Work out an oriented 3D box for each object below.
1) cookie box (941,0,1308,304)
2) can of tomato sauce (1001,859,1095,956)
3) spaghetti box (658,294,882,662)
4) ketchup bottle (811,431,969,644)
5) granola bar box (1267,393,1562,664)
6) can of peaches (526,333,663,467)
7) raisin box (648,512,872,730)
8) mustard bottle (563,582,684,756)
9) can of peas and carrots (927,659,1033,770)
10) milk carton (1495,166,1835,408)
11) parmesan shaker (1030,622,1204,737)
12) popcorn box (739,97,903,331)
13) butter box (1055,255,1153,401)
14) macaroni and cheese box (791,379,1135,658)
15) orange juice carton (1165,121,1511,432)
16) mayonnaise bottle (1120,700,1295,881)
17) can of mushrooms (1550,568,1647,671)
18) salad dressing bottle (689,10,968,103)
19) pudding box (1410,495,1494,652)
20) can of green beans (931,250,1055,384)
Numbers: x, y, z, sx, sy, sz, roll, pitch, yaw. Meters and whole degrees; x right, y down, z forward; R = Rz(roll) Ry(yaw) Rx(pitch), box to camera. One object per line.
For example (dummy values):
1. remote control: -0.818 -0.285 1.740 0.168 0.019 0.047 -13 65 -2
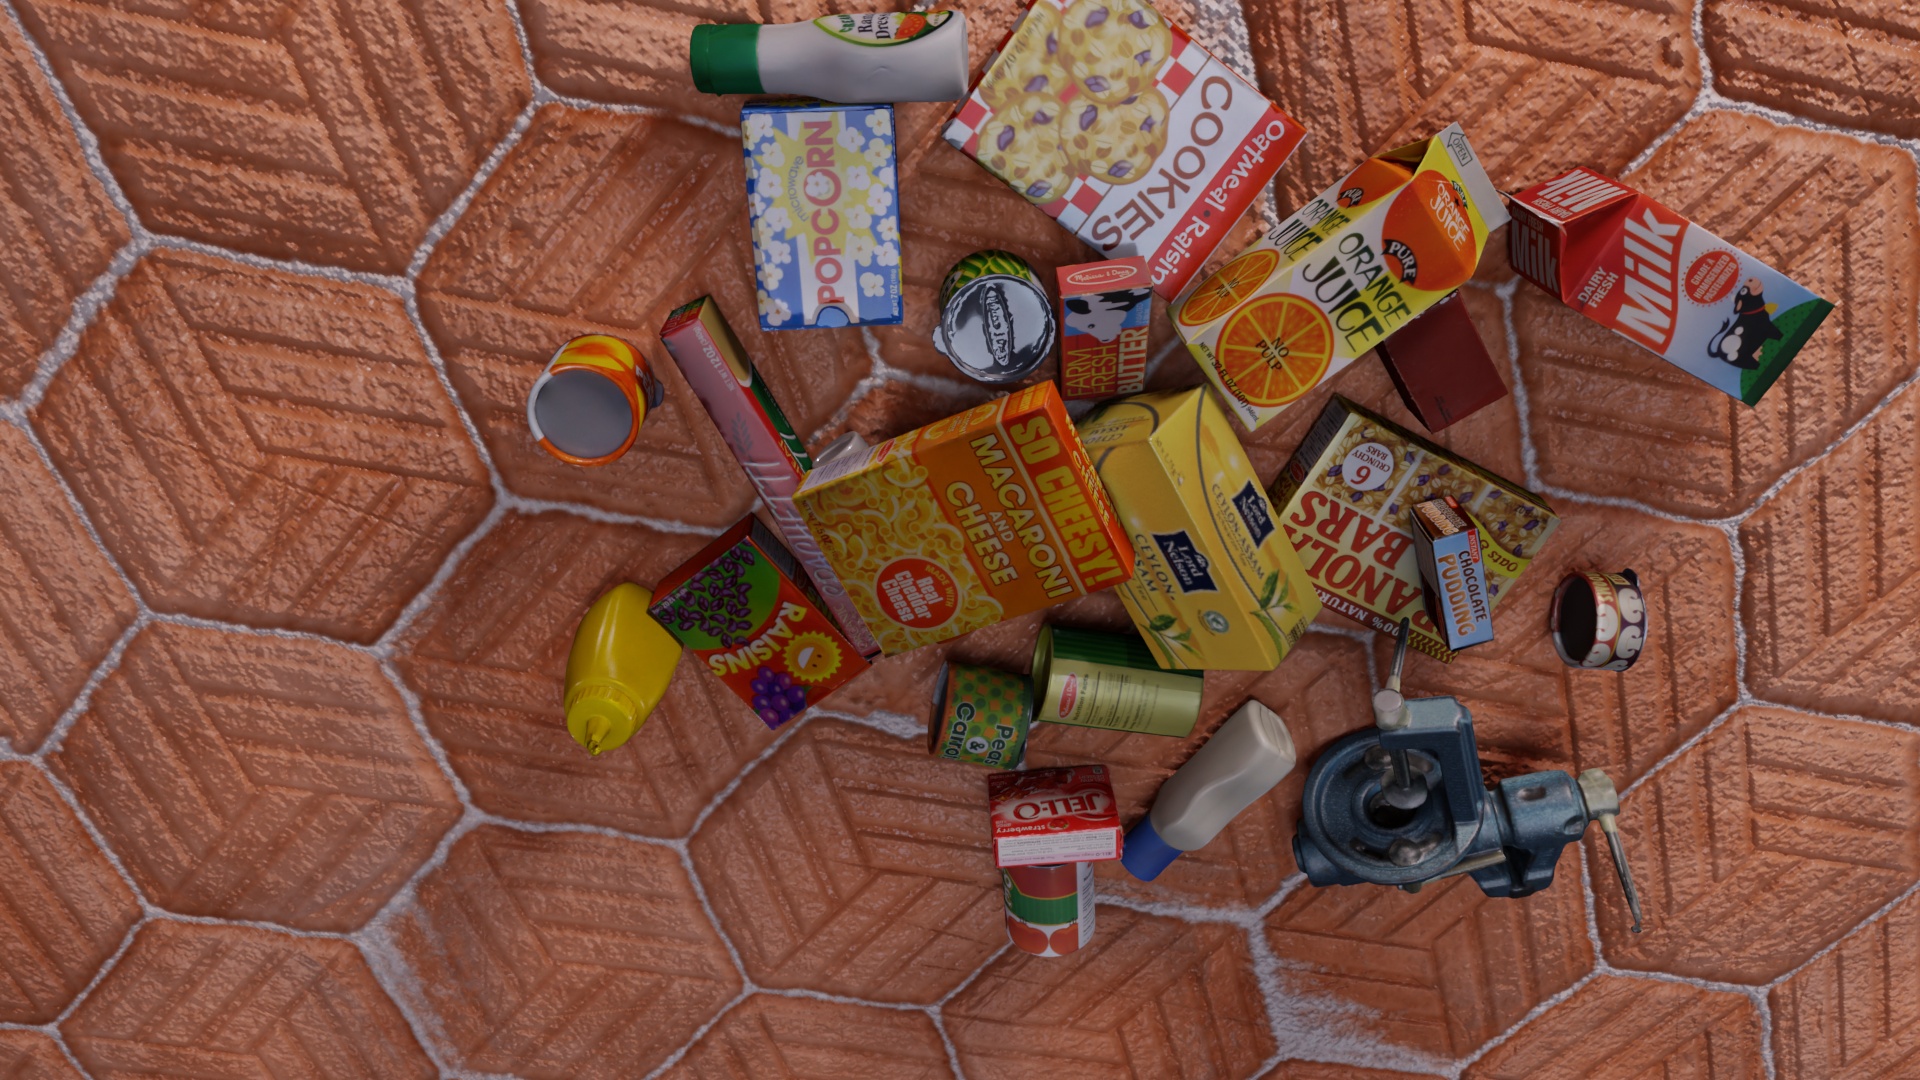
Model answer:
1. cookie box: 0.092 -0.232 0.786 0.167 0.040 0.122 33 110 -16
2. can of tomato sauce: 0.061 0.244 0.996 0.071 0.071 0.082 -5 116 -1
3. spaghetti box: -0.106 -0.035 0.863 0.028 0.050 0.249 -25 114 10
4. ketchup bottle: -0.035 -0.004 0.885 0.064 0.044 0.148 -32 112 19
5. granola bar box: 0.281 -0.005 0.903 0.165 0.039 0.123 24 112 -14
6. can of peaches: -0.217 -0.084 0.830 0.071 0.058 0.071 -1 115 -2
7. raisin box: -0.129 0.055 0.911 0.086 0.040 0.123 -36 113 12
8. mustard bottle: -0.213 0.085 0.854 0.048 0.161 0.065 -42 109 17
9. can of peas and carrots: 0.013 0.118 0.930 0.059 0.071 0.070 12 114 -8
10. milk carton: 0.401 -0.158 0.816 0.190 0.072 0.073 24 112 -14
11. parmesan shaker: 0.102 0.096 0.927 0.103 0.071 0.071 8 115 -7
12. popcorn box: -0.078 -0.188 0.798 0.085 0.038 0.126 -3 115 -3
13. butter box: 0.083 -0.122 0.817 0.053 0.024 0.103 -7 150 0
14. macaroni and cheese box: 0.003 -0.010 0.822 0.166 0.040 0.123 -19 115 21
15. orange juice carton: 0.222 -0.156 0.810 0.192 0.073 0.071 -36 112 13
16. mayonnaise bottle: 0.170 0.180 0.975 0.041 0.065 0.147 34 113 -15
17. can of mushrooms: 0.423 0.051 0.922 0.033 0.071 0.070 3 115 -3
18. salad dressing bottle: -0.071 -0.262 0.754 0.148 0.064 0.043 1 129 5
19. pudding box: 0.306 0.020 0.866 0.030 0.050 0.083 -15 115 6
20. can of green beans: 0.020 -0.133 0.818 0.071 0.058 0.071 -1 116 -2
